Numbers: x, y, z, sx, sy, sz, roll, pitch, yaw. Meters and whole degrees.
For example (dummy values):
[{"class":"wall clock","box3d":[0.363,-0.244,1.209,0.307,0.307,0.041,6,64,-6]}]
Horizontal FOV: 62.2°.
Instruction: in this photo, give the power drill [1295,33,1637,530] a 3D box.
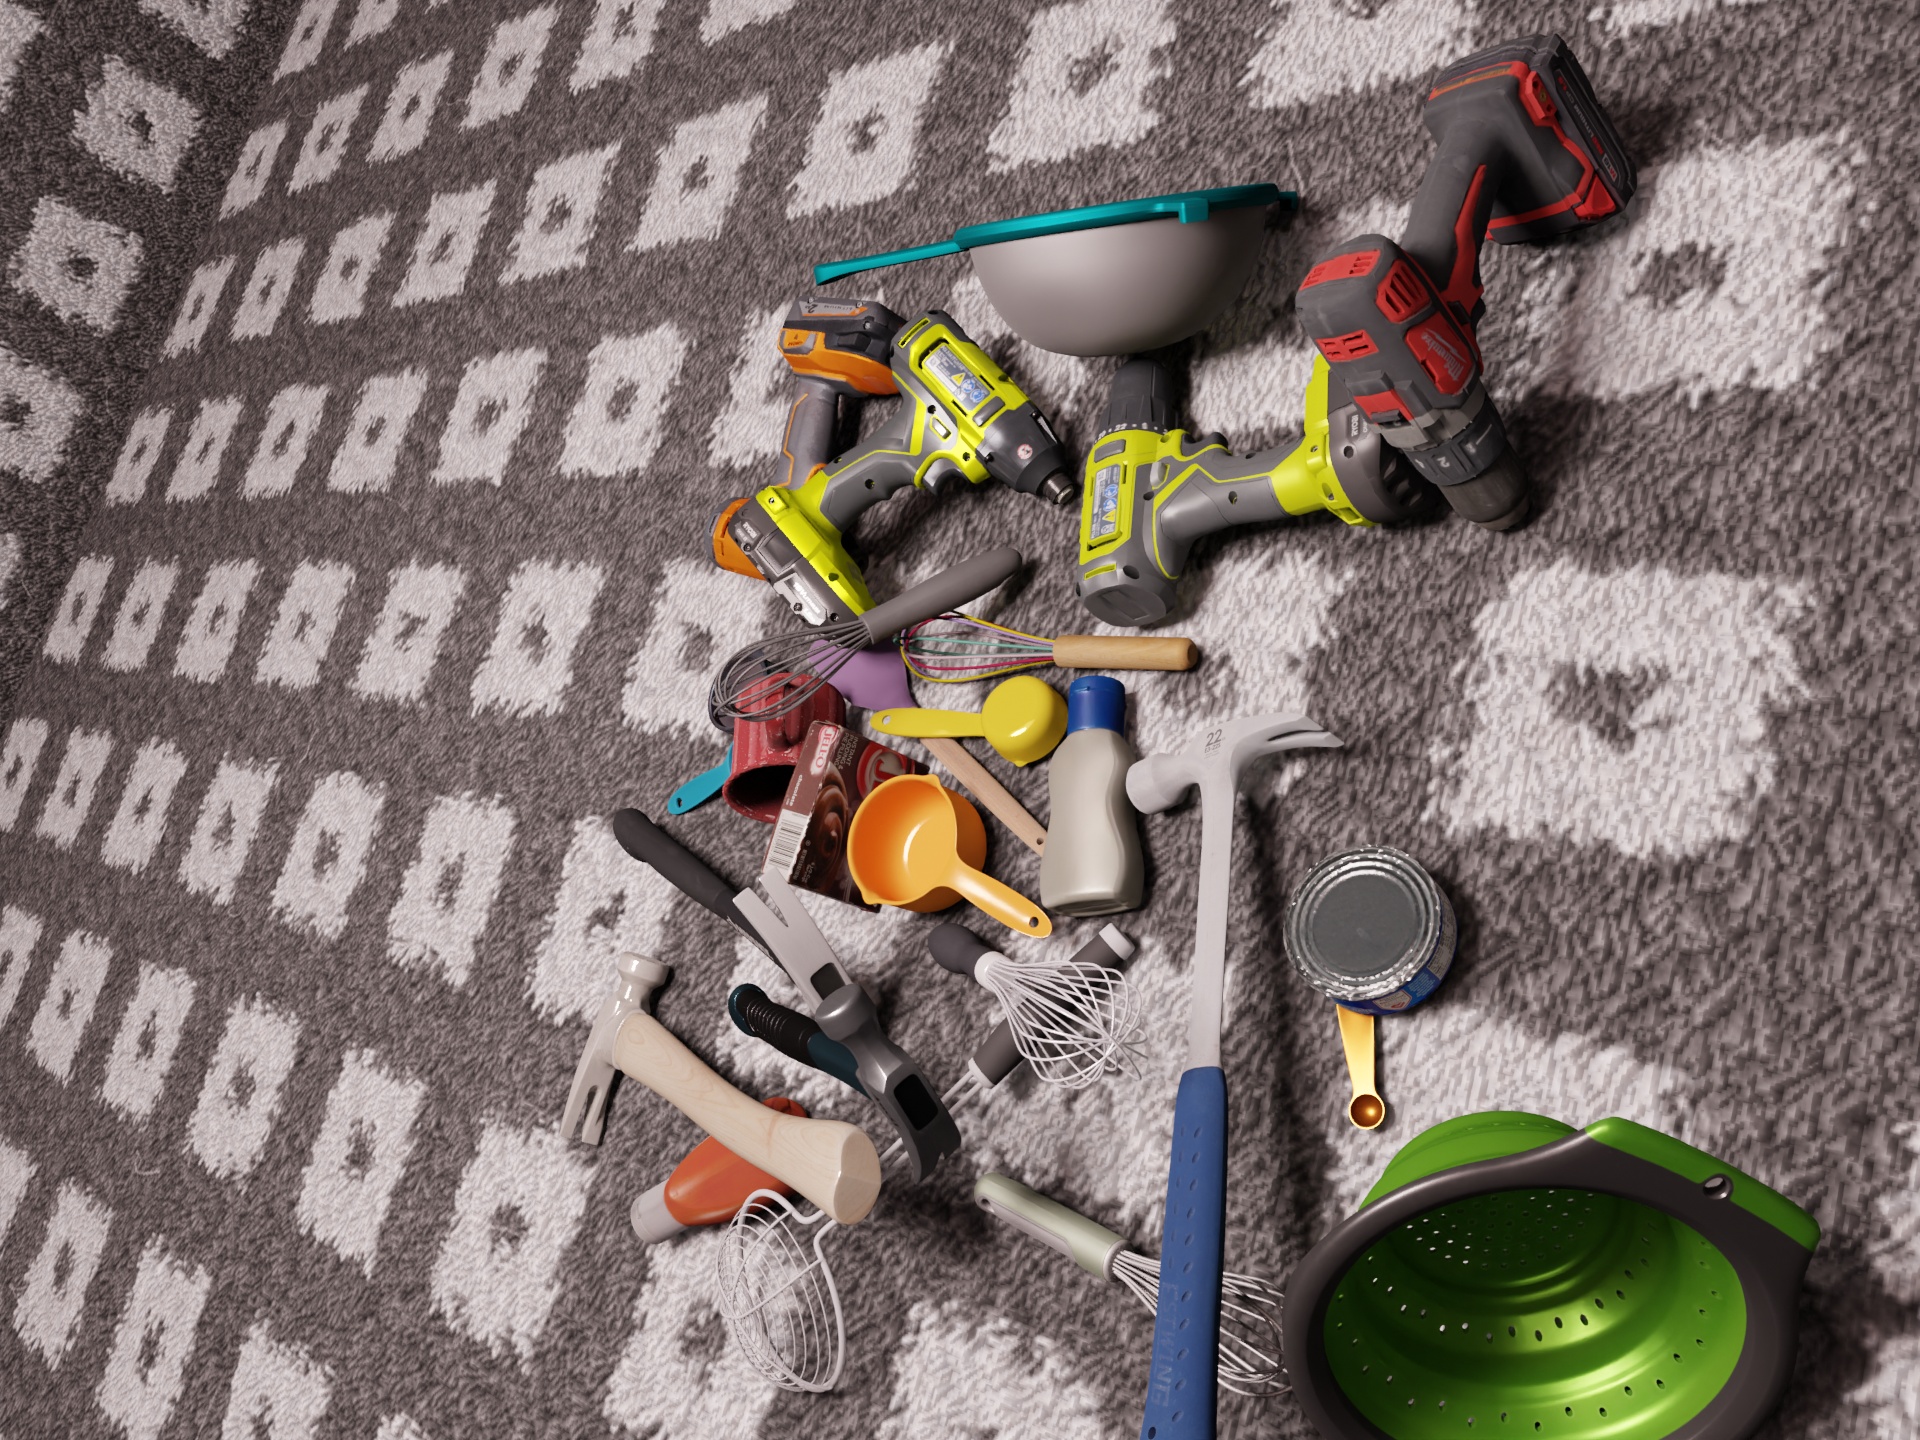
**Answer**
[{"class":"power drill","box3d":[0.287,-0.235,0.871,0.080,0.187,0.227,2,54,53]}]

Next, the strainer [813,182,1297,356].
[{"class":"strainer","box3d":[0.050,-0.290,1.076,0.340,0.211,0.095,-1,107,30]}]

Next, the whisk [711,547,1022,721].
[{"class":"whisk","box3d":[-0.062,-0.061,1.085,0.239,0.055,0.055,-27,47,-11]}]

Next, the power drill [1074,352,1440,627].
[{"class":"power drill","box3d":[0.174,-0.173,0.988,0.228,0.080,0.191,-16,56,39]}]

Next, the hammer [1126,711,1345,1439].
[{"class":"hammer","box3d":[0.130,0.171,0.822,0.144,0.035,0.406,-29,40,44]}]

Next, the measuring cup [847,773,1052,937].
[{"class":"measuring cup","box3d":[0.004,0.101,1.035,0.174,0.052,0.095,29,91,35]}]

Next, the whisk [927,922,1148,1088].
[{"class":"whisk","box3d":[0.031,0.152,0.920,0.070,0.070,0.285,-67,19,-4]}]

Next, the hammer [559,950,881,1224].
[{"class":"hammer","box3d":[-0.168,0.260,1.051,0.411,0.038,0.146,6,75,59]}]

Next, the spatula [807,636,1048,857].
[{"class":"spatula","box3d":[-0.020,0.007,1.118,0.060,0.018,0.316,-45,46,-1]}]

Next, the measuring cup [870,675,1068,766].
[{"class":"measuring cup","box3d":[-0.002,-0.003,1.080,0.156,0.029,0.062,1,63,31]}]

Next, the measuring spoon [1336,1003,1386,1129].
[{"class":"measuring spoon","box3d":[0.213,0.160,0.848,0.021,0.011,0.117,-17,57,30]}]

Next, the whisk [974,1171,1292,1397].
[{"class":"whisk","box3d":[0.092,0.299,0.868,0.059,0.057,0.246,-41,32,-28]}]

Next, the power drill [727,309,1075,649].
[{"class":"power drill","box3d":[-0.041,-0.162,1.140,0.223,0.080,0.171,-42,73,6]}]

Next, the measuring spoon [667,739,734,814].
[{"class":"measuring spoon","box3d":[-0.189,0.048,1.256,0.128,0.021,0.042,-29,70,40]}]

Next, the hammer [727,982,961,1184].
[{"class":"hammer","box3d":[-0.087,0.201,0.978,0.033,0.128,0.331,-38,12,-19]}]

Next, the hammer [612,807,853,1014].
[{"class":"hammer","box3d":[-0.176,0.124,1.147,0.035,0.146,0.335,-38,33,-19]}]

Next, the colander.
[{"class":"colander","box3d":[0.203,0.302,0.730,0.397,0.204,0.095,-58,8,26]}]

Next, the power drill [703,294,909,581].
[{"class":"power drill","box3d":[-0.103,-0.212,1.253,0.164,0.084,0.226,18,88,42]}]

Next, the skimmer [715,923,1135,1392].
[{"class":"skimmer","box3d":[-0.018,0.267,0.991,0.363,0.090,0.127,-45,54,4]}]

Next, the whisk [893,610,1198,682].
[{"class":"whisk","box3d":[0.049,-0.051,1.067,0.245,0.051,0.047,4,68,40]}]
